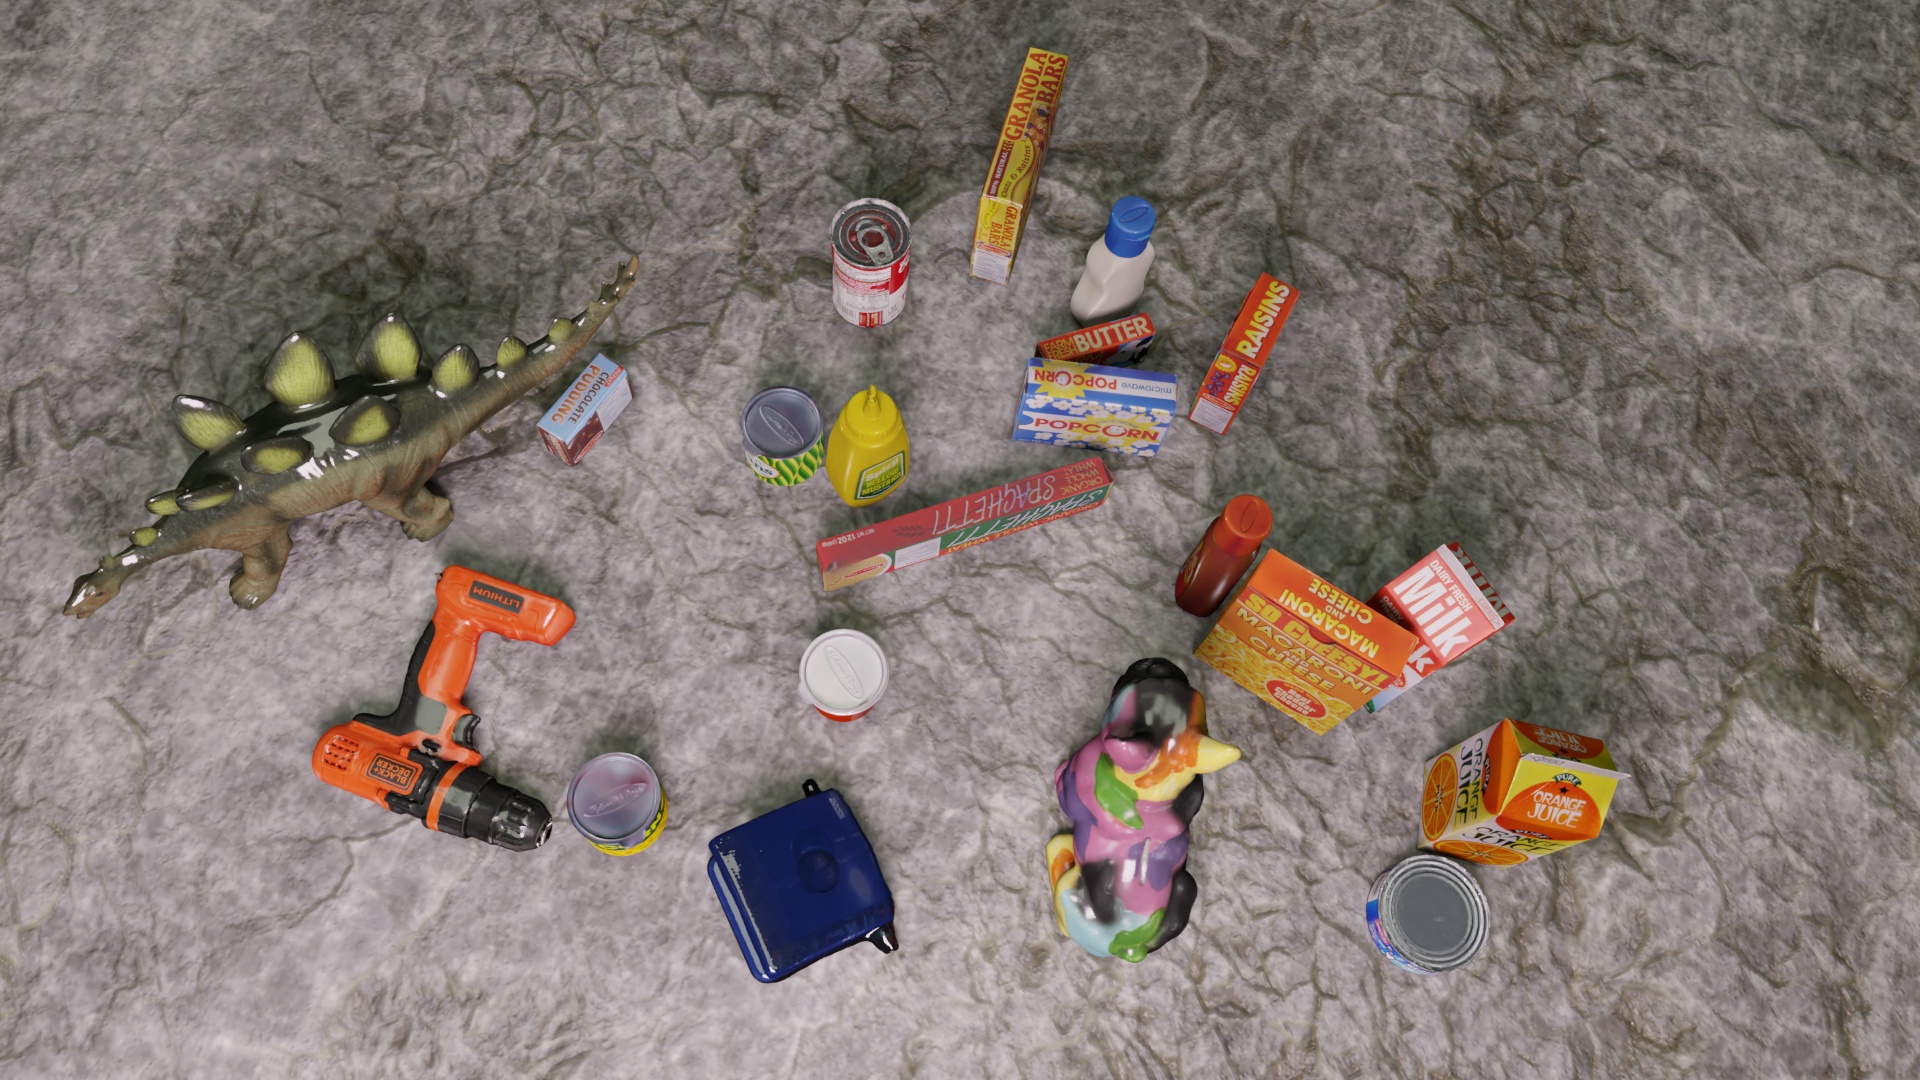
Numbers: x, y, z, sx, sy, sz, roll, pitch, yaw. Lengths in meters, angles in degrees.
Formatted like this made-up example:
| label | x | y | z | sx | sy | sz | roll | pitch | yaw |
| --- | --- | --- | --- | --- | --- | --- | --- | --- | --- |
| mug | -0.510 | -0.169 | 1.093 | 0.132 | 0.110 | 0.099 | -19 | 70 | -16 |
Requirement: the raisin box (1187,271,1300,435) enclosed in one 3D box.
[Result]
| label | x | y | z | sx | sy | sz | roll | pitch | yaw |
| --- | --- | --- | --- | --- | --- | --- | --- | --- | --- |
| raisin box | 0.237 | -0.156 | 1.171 | 0.040 | 0.123 | 0.086 | 28 | 69 | 7 |

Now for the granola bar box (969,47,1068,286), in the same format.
| label | x | y | z | sx | sy | sz | roll | pitch | yaw |
| --- | --- | --- | --- | --- | --- | --- | --- | --- | --- |
| granola bar box | 0.050 | -0.328 | 1.224 | 0.039 | 0.123 | 0.166 | 16 | 68 | 2 |

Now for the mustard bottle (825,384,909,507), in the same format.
| label | x | y | z | sx | sy | sz | roll | pitch | yaw |
| --- | --- | --- | --- | --- | --- | --- | --- | --- | --- |
| mustard bottle | -0.072 | -0.078 | 1.093 | 0.065 | 0.159 | 0.049 | -29 | 73 | -15 |

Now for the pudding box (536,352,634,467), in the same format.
| label | x | y | z | sx | sy | sz | roll | pitch | yaw |
| --- | --- | --- | --- | --- | --- | --- | --- | --- | --- |
| pudding box | -0.307 | -0.107 | 1.143 | 0.030 | 0.049 | 0.084 | 32 | 69 | 8 |

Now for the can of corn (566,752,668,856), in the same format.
| label | x | y | z | sx | sy | sz | roll | pitch | yaw |
| --- | --- | --- | --- | --- | --- | --- | --- | --- | --- |
| can of corn | -0.249 | 0.197 | 1.020 | 0.071 | 0.058 | 0.071 | 2 | 68 | -4 |

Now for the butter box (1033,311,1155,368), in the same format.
| label | x | y | z | sx | sy | sz | roll | pitch | yaw |
| --- | --- | --- | --- | --- | --- | --- | --- | --- | --- |
| butter box | 0.114 | -0.163 | 1.201 | 0.104 | 0.053 | 0.024 | -17 | 71 | -11 |

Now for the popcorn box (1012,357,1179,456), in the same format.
| label | x | y | z | sx | sy | sz | roll | pitch | yaw |
| --- | --- | --- | --- | --- | --- | --- | --- | --- | --- |
| popcorn box | 0.112 | -0.110 | 1.162 | 0.127 | 0.085 | 0.038 | 7 | 68 | -2 |

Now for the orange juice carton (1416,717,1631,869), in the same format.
| label | x | y | z | sx | sy | sz | roll | pitch | yaw |
| --- | --- | --- | --- | --- | --- | --- | --- | --- | --- |
| orange juice carton | 0.405 | 0.183 | 1.010 | 0.072 | 0.192 | 0.073 | 13 | 68 | 1 |

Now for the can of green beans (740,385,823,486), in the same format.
| label | x | y | z | sx | sy | sz | roll | pitch | yaw |
| --- | --- | --- | --- | --- | --- | --- | --- | --- | --- |
| can of green beans | -0.146 | -0.085 | 1.144 | 0.071 | 0.057 | 0.071 | 2 | 68 | -4 |

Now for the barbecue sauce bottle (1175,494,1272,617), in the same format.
| label | x | y | z | sx | sy | sz | roll | pitch | yaw |
| --- | --- | --- | --- | --- | --- | --- | --- | --- | --- |
| barbecue sauce bottle | 0.207 | 0.009 | 1.088 | 0.044 | 0.148 | 0.065 | 24 | 68 | 5 |

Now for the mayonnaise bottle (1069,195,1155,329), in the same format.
| label | x | y | z | sx | sy | sz | roll | pitch | yaw |
| --- | --- | --- | --- | --- | --- | --- | --- | --- | --- |
| mayonnaise bottle | 0.134 | -0.235 | 1.181 | 0.065 | 0.147 | 0.041 | -29 | 73 | -15 |

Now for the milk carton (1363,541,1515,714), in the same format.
| label | x | y | z | sx | sy | sz | roll | pitch | yaw |
| --- | --- | --- | --- | --- | --- | --- | --- | --- | --- |
| milk carton | 0.350 | 0.064 | 1.055 | 0.073 | 0.189 | 0.072 | -29 | 74 | -15 |

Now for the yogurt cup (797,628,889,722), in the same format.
| label | x | y | z | sx | sy | sz | roll | pitch | yaw |
| --- | --- | --- | --- | --- | --- | --- | --- | --- | --- |
| yogurt cup | -0.090 | 0.108 | 1.073 | 0.072 | 0.053 | 0.072 | 2 | 68 | -4 |

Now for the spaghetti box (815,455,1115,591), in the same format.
| label | x | y | z | sx | sy | sz | roll | pitch | yaw |
| --- | --- | --- | --- | --- | --- | --- | --- | --- | --- |
| spaghetti box | 0.004 | -0.014 | 1.133 | 0.250 | 0.050 | 0.029 | -17 | 71 | -12 |

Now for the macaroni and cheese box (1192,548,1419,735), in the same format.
| label | x | y | z | sx | sy | sz | roll | pitch | yaw |
| --- | --- | --- | --- | --- | --- | --- | --- | --- | --- |
| macaroni and cheese box | 0.256 | 0.082 | 1.053 | 0.124 | 0.165 | 0.040 | 32 | 69 | 8 |
